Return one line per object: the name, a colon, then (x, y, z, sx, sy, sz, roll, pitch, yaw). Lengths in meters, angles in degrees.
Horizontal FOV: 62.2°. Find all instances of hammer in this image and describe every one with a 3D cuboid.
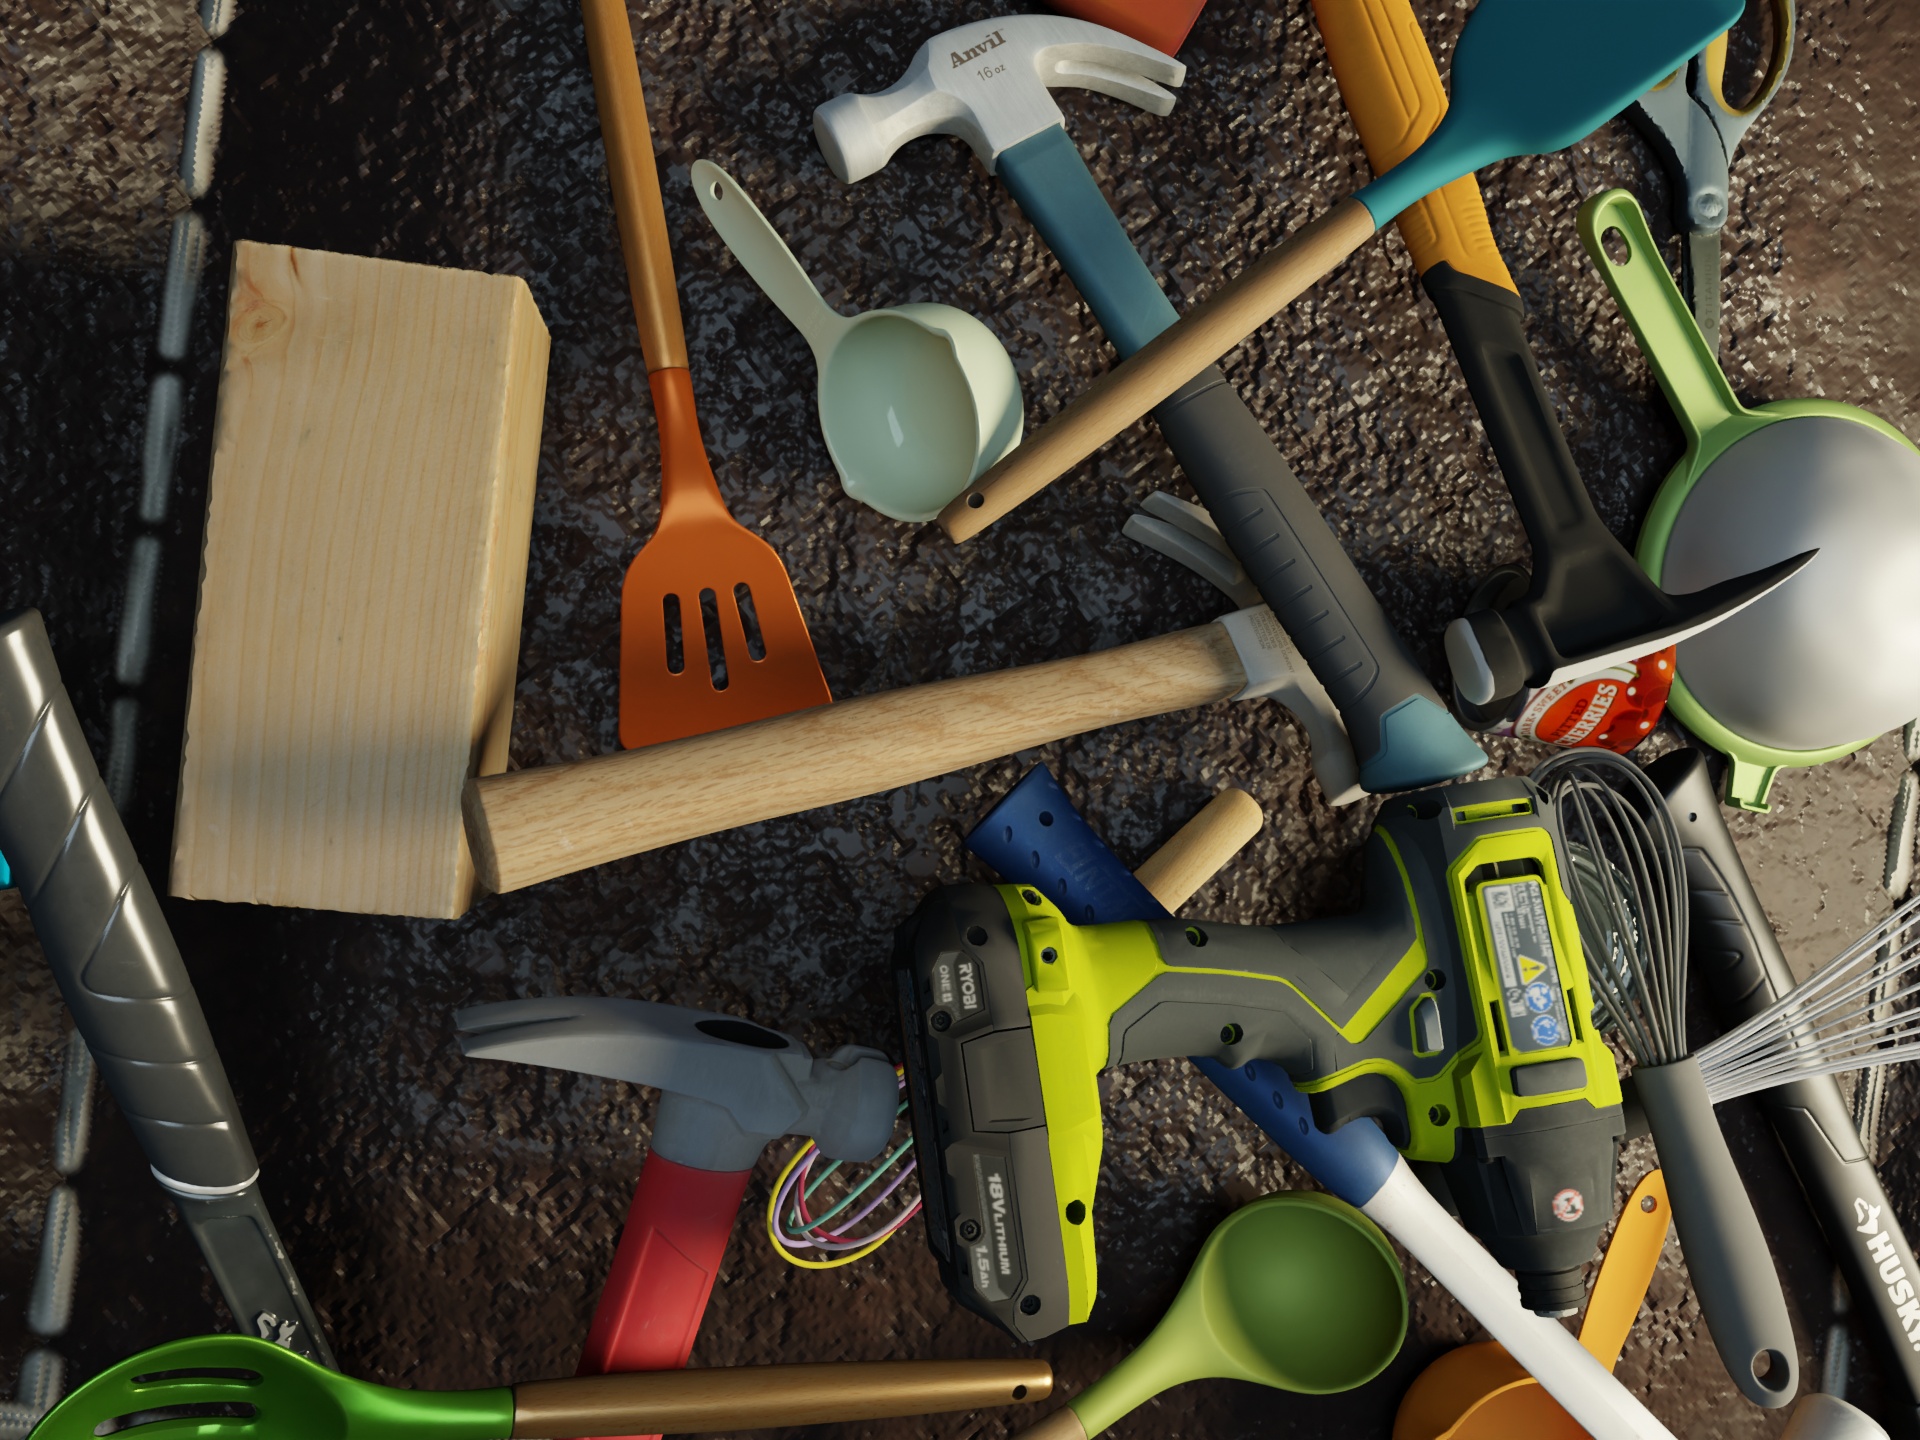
hammer: (-0.146, 0.278, 0.534, 0.143, 0.038, 0.386, 15, 98, -24)
hammer: (-0.001, -0.002, 0.543, 0.331, 0.031, 0.130, -13, 71, -27)
hammer: (0.153, 0.176, 0.568, 0.405, 0.035, 0.144, 45, 68, 1)
hammer: (0.083, -0.115, 0.579, 0.128, 0.033, 0.331, -30, 83, -8)
hammer: (0.188, -0.180, 0.585, 0.127, 0.034, 0.337, -18, 81, -3)
hammer: (-0.229, 0.159, 0.509, 0.149, 0.036, 0.408, -16, 112, -11)
hammer: (0.356, 0.166, 0.652, 0.146, 0.035, 0.335, -26, 94, -6)

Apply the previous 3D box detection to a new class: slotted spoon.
slotted spoon: (-0.114, 0.215, 0.495, 0.313, 0.031, 0.070, 6, 102, -22)

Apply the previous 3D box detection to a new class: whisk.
whisk: (0.025, 0.114, 0.601, 0.245, 0.051, 0.047, -42, 84, -11)
whisk: (0.303, 0.127, 0.601, 0.284, 0.070, 0.070, -28, 95, 14)
whisk: (0.257, 0.124, 0.574, 0.055, 0.055, 0.239, -13, 80, -8)

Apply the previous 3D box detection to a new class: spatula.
spatula: (-0.112, -0.149, 0.587, 0.081, 0.041, 0.322, -10, 88, -8)
spatula: (0.117, -0.165, 0.545, 0.317, 0.044, 0.082, -38, 74, -4)

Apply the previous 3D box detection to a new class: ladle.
ladle: (0.023, 0.269, 0.568, 0.320, 0.062, 0.078, -26, 89, -18)

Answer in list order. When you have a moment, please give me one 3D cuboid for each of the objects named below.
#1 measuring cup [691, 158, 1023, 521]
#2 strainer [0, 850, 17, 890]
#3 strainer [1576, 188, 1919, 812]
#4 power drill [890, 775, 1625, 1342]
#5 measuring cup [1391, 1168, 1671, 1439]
measuring cup: (-0.039, -0.148, 0.585, 0.038, 0.083, 0.168, -26, 73, -44)
strainer: (-0.464, 0.085, 0.504, 0.340, 0.095, 0.211, -45, 94, -3)
strainer: (0.319, -0.096, 0.613, 0.151, 0.069, 0.256, -36, 102, -6)
power drill: (0.098, 0.116, 0.511, 0.223, 0.080, 0.171, -7, 80, -9)
measuring cup: (0.232, 0.252, 0.627, 0.095, 0.052, 0.173, 25, 85, -8)
